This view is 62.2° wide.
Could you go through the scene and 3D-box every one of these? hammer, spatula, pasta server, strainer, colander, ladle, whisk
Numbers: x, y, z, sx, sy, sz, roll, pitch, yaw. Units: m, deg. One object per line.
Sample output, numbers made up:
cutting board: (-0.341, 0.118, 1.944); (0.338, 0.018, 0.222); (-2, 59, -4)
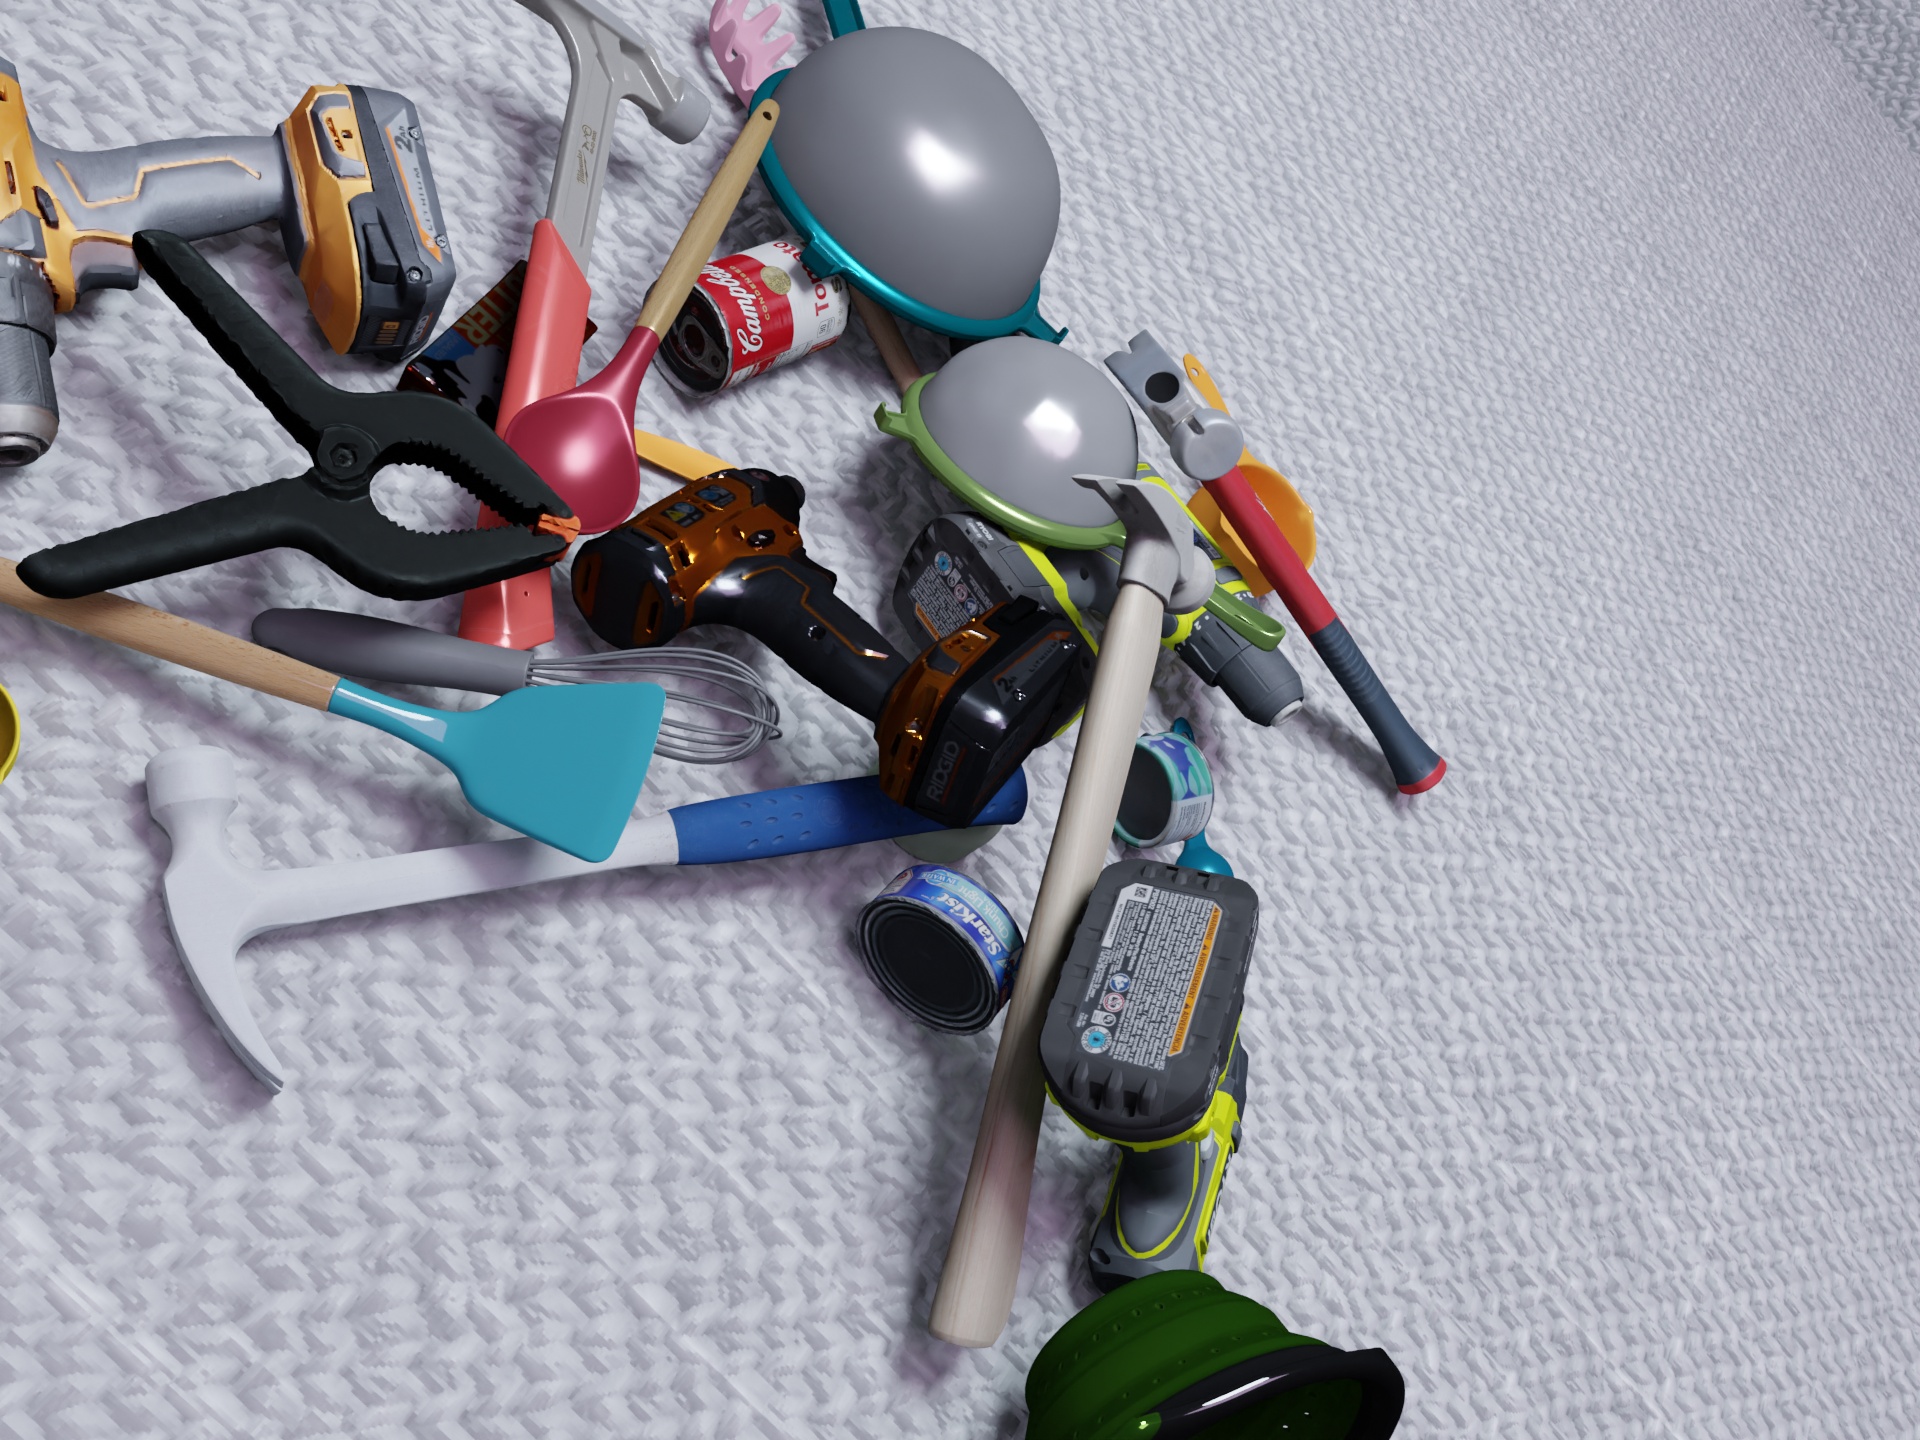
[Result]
hammer: (0.046, 0.088, 0.759); (0.146, 0.038, 0.411); (32, 70, -64)
hammer: (-0.212, -0.203, 0.794); (0.149, 0.037, 0.359); (23, 66, -45)
hammer: (-0.144, 0.062, 0.738); (0.405, 0.035, 0.144); (-7, 74, -31)
hammer: (0.213, -0.082, 1.008); (0.385, 0.038, 0.143); (47, 12, -37)
spatula: (-0.285, -0.024, 0.658); (0.317, 0.044, 0.082); (20, 71, -11)
pasta server: (-0.077, -0.312, 0.985); (0.060, 0.040, 0.316); (-22, 84, -57)
strainer: (0.087, -0.137, 0.887); (0.256, 0.069, 0.151); (38, 36, 9)
colander: (0.151, 0.354, 0.800); (0.396, 0.204, 0.095); (26, 20, -42)
ladle: (-0.151, -0.216, 0.813); (0.069, 0.031, 0.316); (34, 57, -24)
strainer: (-0.029, -0.391, 0.967); (0.210, 0.095, 0.341); (7, 57, -39)
whisk: (-0.197, -0.020, 0.718); (0.239, 0.055, 0.055); (10, 61, -7)

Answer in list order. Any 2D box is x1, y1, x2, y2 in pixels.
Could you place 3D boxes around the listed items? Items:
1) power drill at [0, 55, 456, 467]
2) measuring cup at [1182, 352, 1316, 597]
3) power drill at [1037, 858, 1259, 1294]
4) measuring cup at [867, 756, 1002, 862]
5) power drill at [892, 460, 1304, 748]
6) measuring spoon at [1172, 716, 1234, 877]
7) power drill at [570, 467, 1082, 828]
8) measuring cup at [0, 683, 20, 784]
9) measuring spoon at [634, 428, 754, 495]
power drill: (-0.352, -0.206, 0.715); (0.226, 0.084, 0.185); (-9, 77, -34)
measuring cup: (0.176, -0.164, 1.089); (0.095, 0.052, 0.174); (-14, 76, -39)
power drill: (0.104, 0.174, 0.790); (0.080, 0.223, 0.171); (10, 54, 20)
measuring cup: (-0.001, -0.003, 0.892); (0.083, 0.038, 0.168); (22, 60, -26)
power drill: (0.091, -0.060, 0.932); (0.228, 0.080, 0.191); (-17, 64, -45)
measuring spoon: (0.149, 0.055, 0.984); (0.042, 0.021, 0.129); (9, 65, -32)
power drill: (-0.059, -0.054, 0.805); (0.226, 0.084, 0.164); (29, 36, 11)
measuring cup: (-0.422, 0.040, 0.589); (0.062, 0.029, 0.156); (45, 62, -10)
measuring spoon: (-0.160, -0.142, 0.867); (0.116, 0.011, 0.021); (19, 58, -32)
